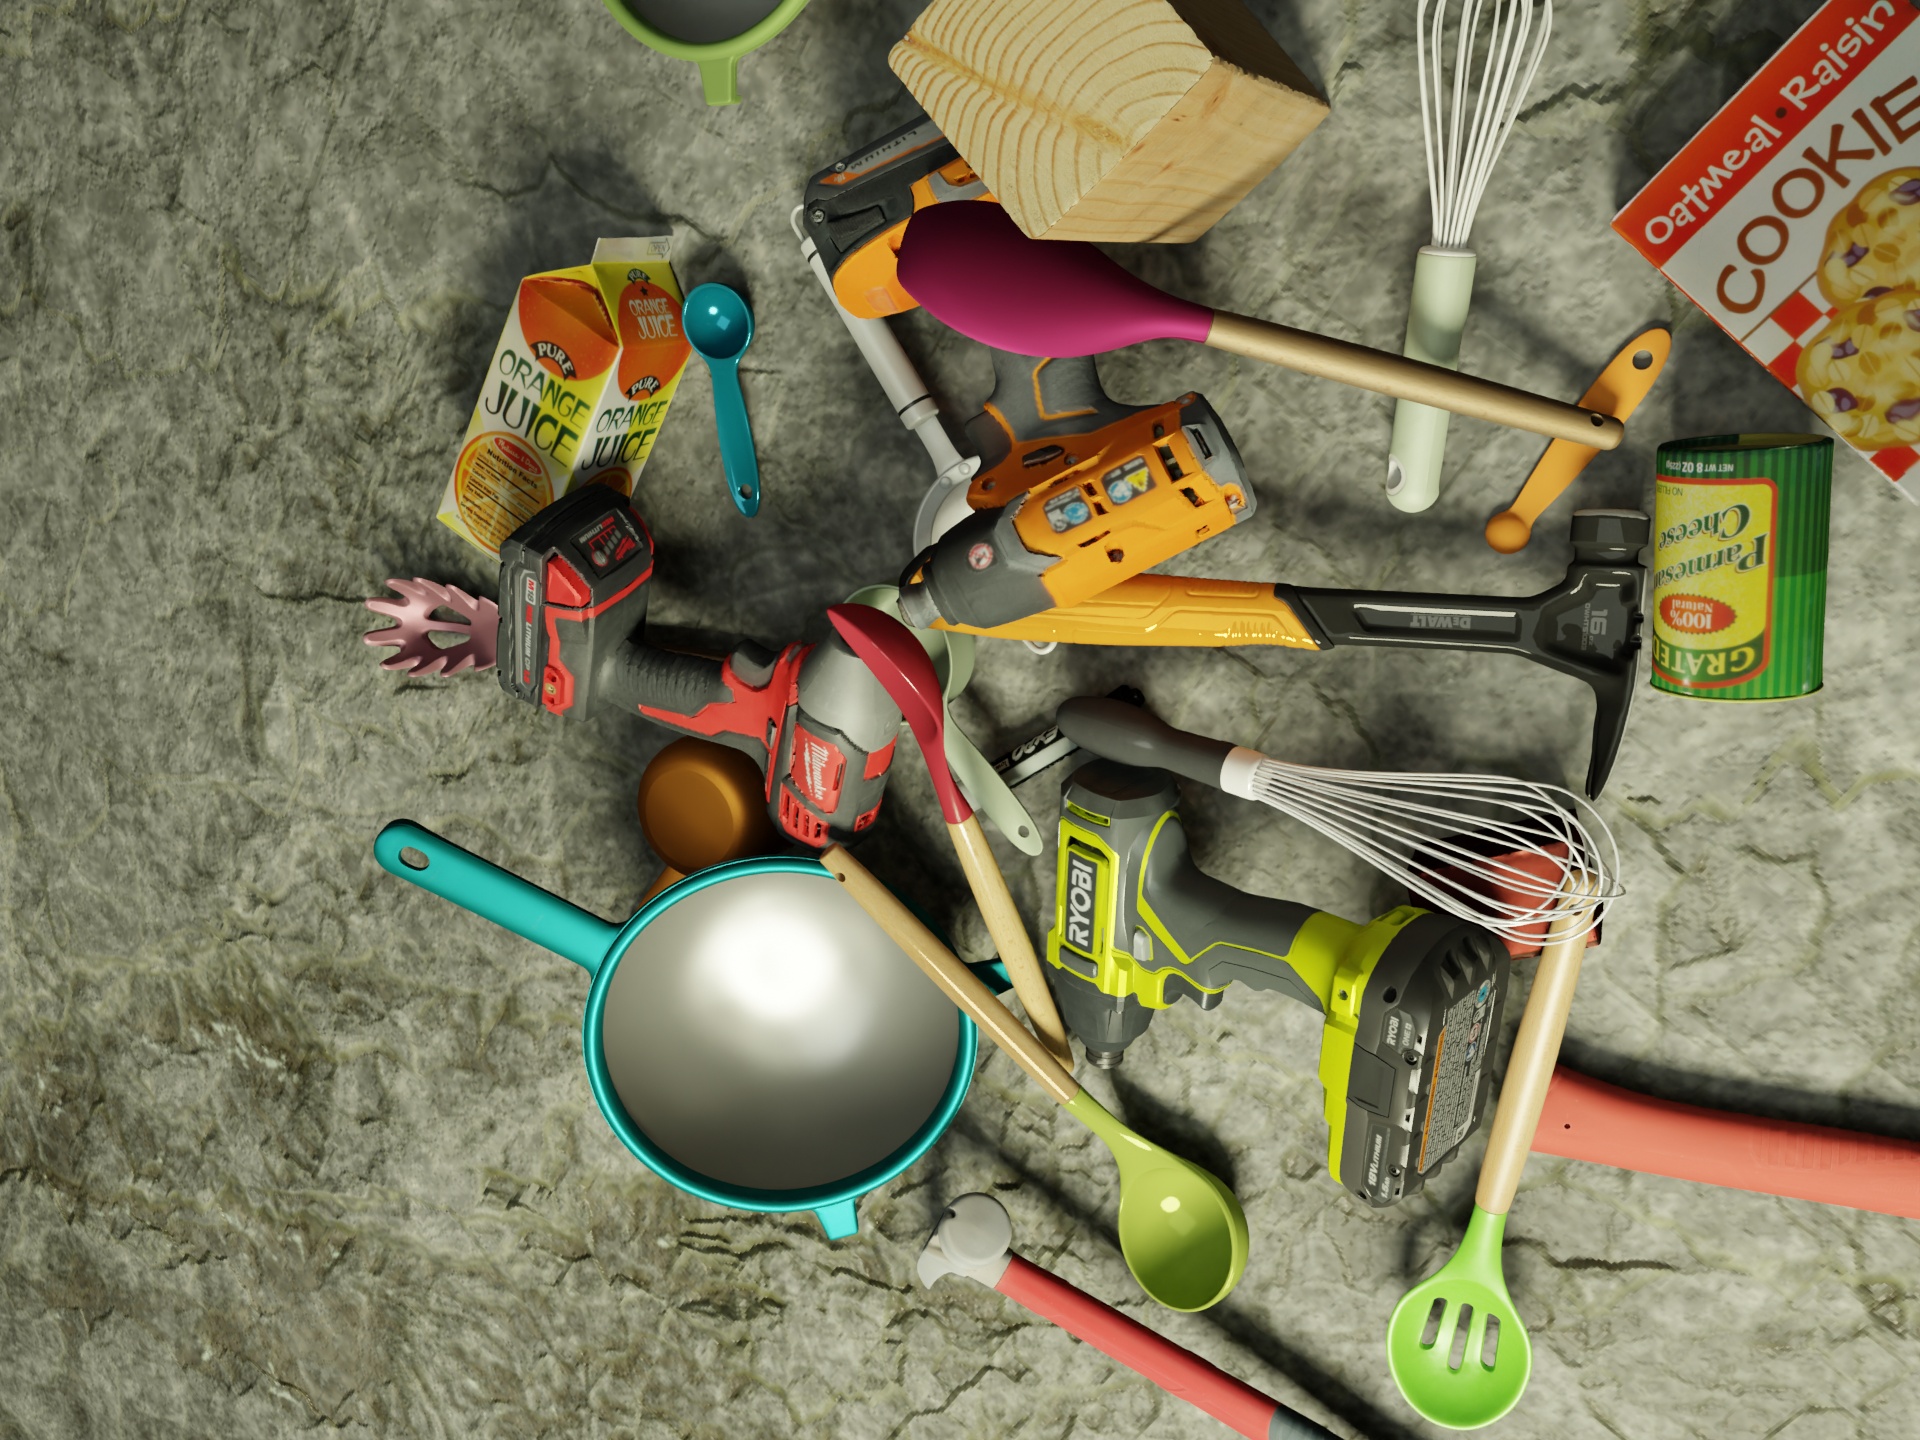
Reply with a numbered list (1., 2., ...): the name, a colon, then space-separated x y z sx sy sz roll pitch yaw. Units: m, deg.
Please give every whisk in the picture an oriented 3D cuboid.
1. whisk: 0.212 -0.210 0.686 0.059 0.058 0.246 -2 112 -12
2. whisk: 0.159 0.033 0.726 0.285 0.070 0.070 19 113 37

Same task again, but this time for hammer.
1. hammer: 0.133 -0.041 0.735 0.337 0.034 0.127 5 96 16
2. hammer: 0.152 0.378 0.868 0.386 0.038 0.143 28 153 7
3. hammer: 0.429 0.214 0.711 0.359 0.037 0.149 4 106 23

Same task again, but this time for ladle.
1. ladle: 0.007 0.068 0.796 0.069 0.031 0.315 36 153 55
2. ladle: 0.036 0.186 0.832 0.320 0.062 0.078 47 128 -11

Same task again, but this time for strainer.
1. strainer: -0.073 -0.425 0.740 0.256 0.069 0.151 -42 83 27
2. strainer: -0.015 -0.149 0.803 0.087 0.050 0.258 -30 91 20
3. strainer: -0.154 0.130 0.880 0.340 0.095 0.211 29 102 -11

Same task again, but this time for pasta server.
1. pasta server: -0.212 -0.041 0.932 0.316 0.040 0.060 8 97 21

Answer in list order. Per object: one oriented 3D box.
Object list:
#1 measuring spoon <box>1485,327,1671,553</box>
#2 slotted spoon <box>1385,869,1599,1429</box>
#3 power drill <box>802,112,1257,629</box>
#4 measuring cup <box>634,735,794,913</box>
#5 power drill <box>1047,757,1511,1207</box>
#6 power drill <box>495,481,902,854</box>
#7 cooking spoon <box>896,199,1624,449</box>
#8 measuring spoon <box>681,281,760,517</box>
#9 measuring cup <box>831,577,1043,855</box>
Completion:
1. measuring spoon: 0.271 -0.121 0.701 0.021 0.011 0.117 38 117 11
2. slotted spoon: 0.259 0.209 0.751 0.070 0.031 0.313 14 116 20
3. power drill: 0.013 -0.156 0.724 0.164 0.084 0.227 -27 77 7
4. measuring cup: -0.165 0.080 0.935 0.095 0.052 0.173 41 115 9
5. power drill: 0.138 0.131 0.771 0.223 0.080 0.171 23 122 40
6. power drill: -0.131 -0.031 0.833 0.220 0.078 0.143 26 130 13
7. cooking spoon: 0.130 -0.161 0.673 0.319 0.017 0.069 14 71 -5
8. measuring spoon: -0.122 -0.175 0.868 0.042 0.021 0.128 4 115 23
9. measuring cup: -0.001 -0.003 0.842 0.083 0.038 0.167 -38 87 35
